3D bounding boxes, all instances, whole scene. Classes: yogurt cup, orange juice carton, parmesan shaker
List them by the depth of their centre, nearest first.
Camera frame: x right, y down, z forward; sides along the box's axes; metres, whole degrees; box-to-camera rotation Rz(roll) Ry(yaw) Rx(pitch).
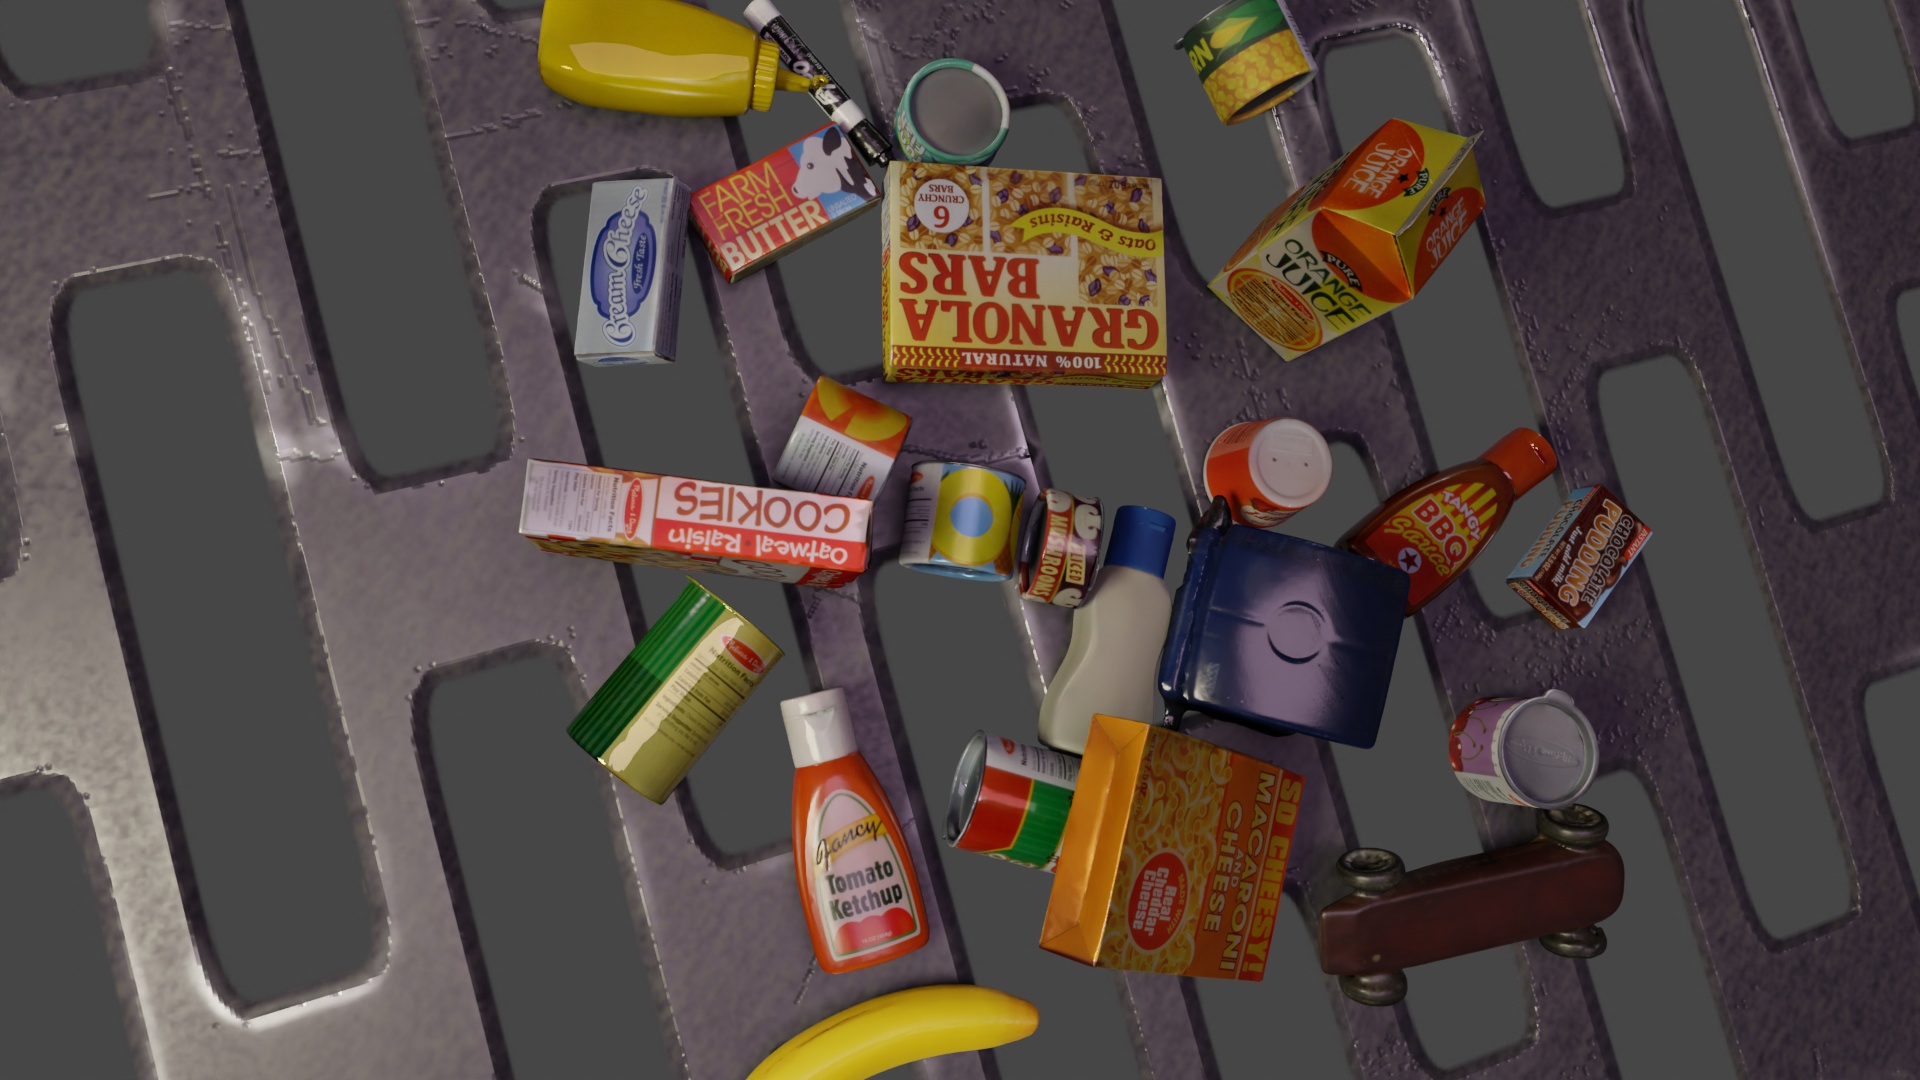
[{"bbox_3d":[-0.154,0.079,0.741,0.071,0.071,0.103,40,78,-5],"label":"parmesan shaker"},{"bbox_3d":[0.222,-0.171,0.786,0.073,0.192,0.072,42,77,-6],"label":"orange juice carton"},{"bbox_3d":[0.187,-0.043,0.834,0.072,0.054,0.072,2,83,-12],"label":"yogurt cup"}]

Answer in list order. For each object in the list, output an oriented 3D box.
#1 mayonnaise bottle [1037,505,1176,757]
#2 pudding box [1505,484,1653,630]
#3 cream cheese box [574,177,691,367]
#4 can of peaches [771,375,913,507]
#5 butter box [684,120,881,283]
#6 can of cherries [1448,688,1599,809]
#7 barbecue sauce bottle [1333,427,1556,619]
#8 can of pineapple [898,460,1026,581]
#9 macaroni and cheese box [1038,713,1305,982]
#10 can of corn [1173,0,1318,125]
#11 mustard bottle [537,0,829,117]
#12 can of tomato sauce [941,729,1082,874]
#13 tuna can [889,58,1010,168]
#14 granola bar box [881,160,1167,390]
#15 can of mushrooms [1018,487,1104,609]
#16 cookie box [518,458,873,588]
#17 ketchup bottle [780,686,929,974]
[{"bbox_3d":[0.092,0.055,0.810,0.065,0.041,0.148,19,78,-16],"label":"mayonnaise bottle"},{"bbox_3d":[0.394,0.011,0.883,0.049,0.030,0.084,43,77,-5],"label":"pudding box"},{"bbox_3d":[-0.182,-0.149,0.773,0.053,0.024,0.104,1,82,22],"label":"cream cheese box"},{"bbox_3d":[-0.066,-0.052,0.778,0.058,0.071,0.071,25,79,-8],"label":"can of peaches"},{"bbox_3d":[-0.103,-0.196,0.807,0.104,0.024,0.053,-31,90,-14],"label":"butter box"},{"bbox_3d":[0.342,0.125,0.844,0.071,0.058,0.071,1,83,-11],"label":"can of cherries"},{"bbox_3d":[0.304,-0.015,0.861,0.149,0.043,0.065,-36,91,-14],"label":"barbecue sauce bottle"},{"bbox_3d":[0.003,-0.010,0.785,0.071,0.071,0.058,9,82,-11],"label":"can of pineapple"},{"bbox_3d":[0.120,0.171,0.757,0.166,0.040,0.124,23,78,-45],"label":"macaroni and cheese box"},{"bbox_3d":[0.176,-0.297,0.857,0.071,0.071,0.058,-27,90,-13],"label":"can of corn"},{"bbox_3d":[-0.155,-0.272,0.793,0.160,0.048,0.065,8,82,-12],"label":"mustard bottle"},{"bbox_3d":[0.040,0.150,0.775,0.083,0.071,0.071,17,80,-10],"label":"can of tomato sauce"},{"bbox_3d":[-0.007,-0.250,0.829,0.071,0.033,0.071,1,83,-12],"label":"tuna can"},{"bbox_3d":[0.037,-0.155,0.824,0.166,0.039,0.124,1,83,-12],"label":"granola bar box"},{"bbox_3d":[0.057,0.005,0.793,0.033,0.071,0.071,12,81,-8],"label":"can of mushrooms"},{"bbox_3d":[-0.136,-0.005,0.726,0.168,0.123,0.040,7,83,-11],"label":"cookie box"},{"bbox_3d":[-0.064,0.156,0.763,0.065,0.043,0.149,-14,86,-13],"label":"ketchup bottle"}]
